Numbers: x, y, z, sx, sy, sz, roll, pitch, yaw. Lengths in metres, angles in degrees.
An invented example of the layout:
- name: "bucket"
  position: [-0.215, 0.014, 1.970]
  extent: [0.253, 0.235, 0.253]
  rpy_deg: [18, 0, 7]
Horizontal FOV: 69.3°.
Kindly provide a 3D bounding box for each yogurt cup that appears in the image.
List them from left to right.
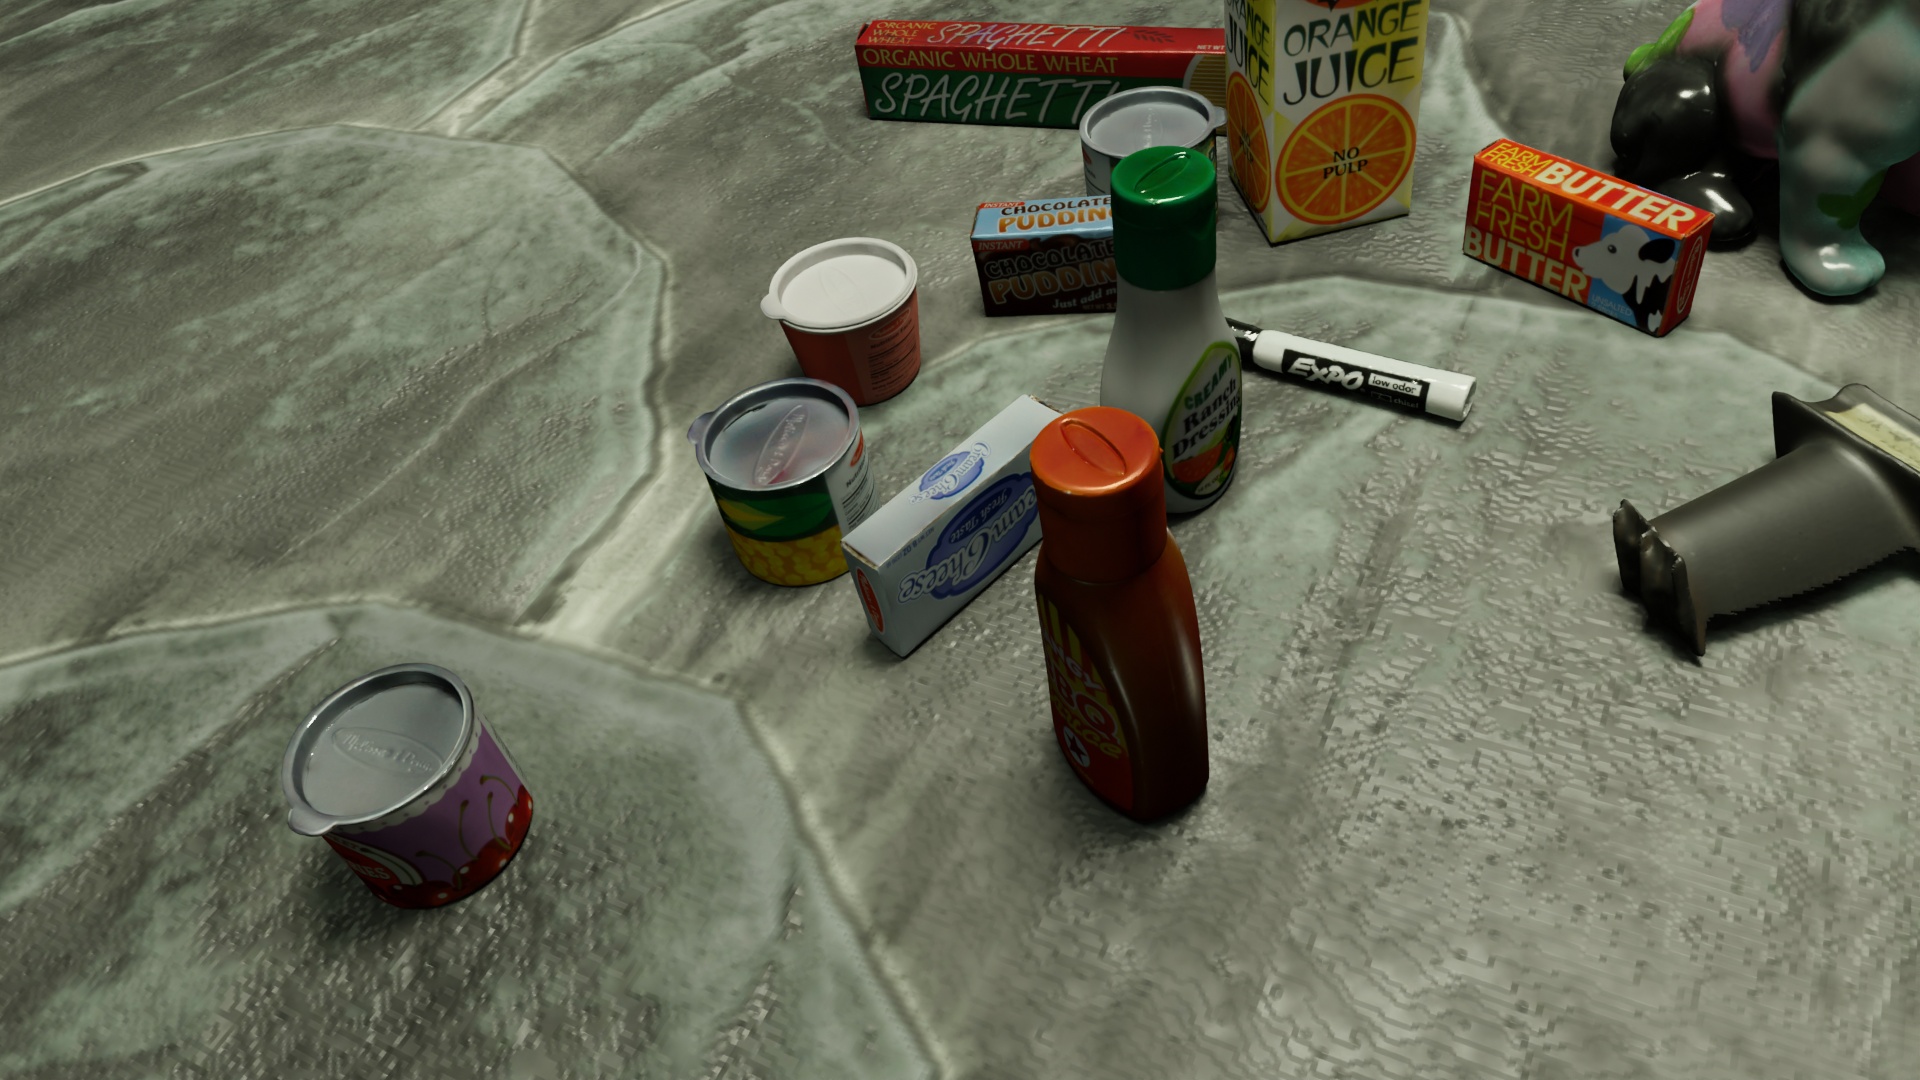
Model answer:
- name: "yogurt cup"
  position: [-0.049, -0.099, 0.641]
  extent: [0.072, 0.053, 0.073]
  rpy_deg: [-6, 46, 6]

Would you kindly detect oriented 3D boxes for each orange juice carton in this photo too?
- name: "orange juice carton"
  position: [0.166, -0.241, 0.636]
  extent: [0.073, 0.191, 0.072]
  rpy_deg: [-13, 46, -1]

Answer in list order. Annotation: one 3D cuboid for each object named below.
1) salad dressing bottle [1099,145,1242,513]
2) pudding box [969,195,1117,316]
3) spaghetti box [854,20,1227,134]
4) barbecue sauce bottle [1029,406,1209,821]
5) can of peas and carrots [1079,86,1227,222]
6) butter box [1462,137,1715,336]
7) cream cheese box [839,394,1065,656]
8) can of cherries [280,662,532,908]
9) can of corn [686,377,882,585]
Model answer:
- name: "salad dressing bottle"
  position: [0.079, -0.076, 0.527]
  extent: [0.064, 0.147, 0.044]
  rpy_deg: [-40, 51, -24]
- name: "pudding box"
  position: [0.050, -0.135, 0.659]
  extent: [0.084, 0.049, 0.030]
  rpy_deg: [0, 47, 11]
- name: "spaghetti box"
  position: [0.059, -0.259, 0.775]
  extent: [0.250, 0.050, 0.029]
  rpy_deg: [9, 49, 19]
- name: "barbecue sauce bottle"
  position: [0.049, 0.024, 0.436]
  extent: [0.044, 0.147, 0.065]
  rpy_deg: [-28, 48, -15]
- name: "can of peas and carrots"
  position: [0.097, -0.183, 0.688]
  extent: [0.071, 0.058, 0.071]
  rpy_deg: [-6, 46, 6]
- name: "butter box"
  position: [0.271, -0.135, 0.610]
  extent: [0.024, 0.052, 0.104]
  rpy_deg: [-35, 50, -21]
- name: "cream cheese box"
  position: [0.002, -0.007, 0.542]
  extent: [0.024, 0.053, 0.104]
  rpy_deg: [31, 60, 34]
- name: "can of cherries"
  position: [-0.194, 0.088, 0.488]
  extent: [0.071, 0.058, 0.072]
  rpy_deg: [-6, 46, 6]
- name: "can of corn"
  position: [-0.071, -0.024, 0.570]
  extent: [0.071, 0.058, 0.071]
  rpy_deg: [-6, 46, 6]
